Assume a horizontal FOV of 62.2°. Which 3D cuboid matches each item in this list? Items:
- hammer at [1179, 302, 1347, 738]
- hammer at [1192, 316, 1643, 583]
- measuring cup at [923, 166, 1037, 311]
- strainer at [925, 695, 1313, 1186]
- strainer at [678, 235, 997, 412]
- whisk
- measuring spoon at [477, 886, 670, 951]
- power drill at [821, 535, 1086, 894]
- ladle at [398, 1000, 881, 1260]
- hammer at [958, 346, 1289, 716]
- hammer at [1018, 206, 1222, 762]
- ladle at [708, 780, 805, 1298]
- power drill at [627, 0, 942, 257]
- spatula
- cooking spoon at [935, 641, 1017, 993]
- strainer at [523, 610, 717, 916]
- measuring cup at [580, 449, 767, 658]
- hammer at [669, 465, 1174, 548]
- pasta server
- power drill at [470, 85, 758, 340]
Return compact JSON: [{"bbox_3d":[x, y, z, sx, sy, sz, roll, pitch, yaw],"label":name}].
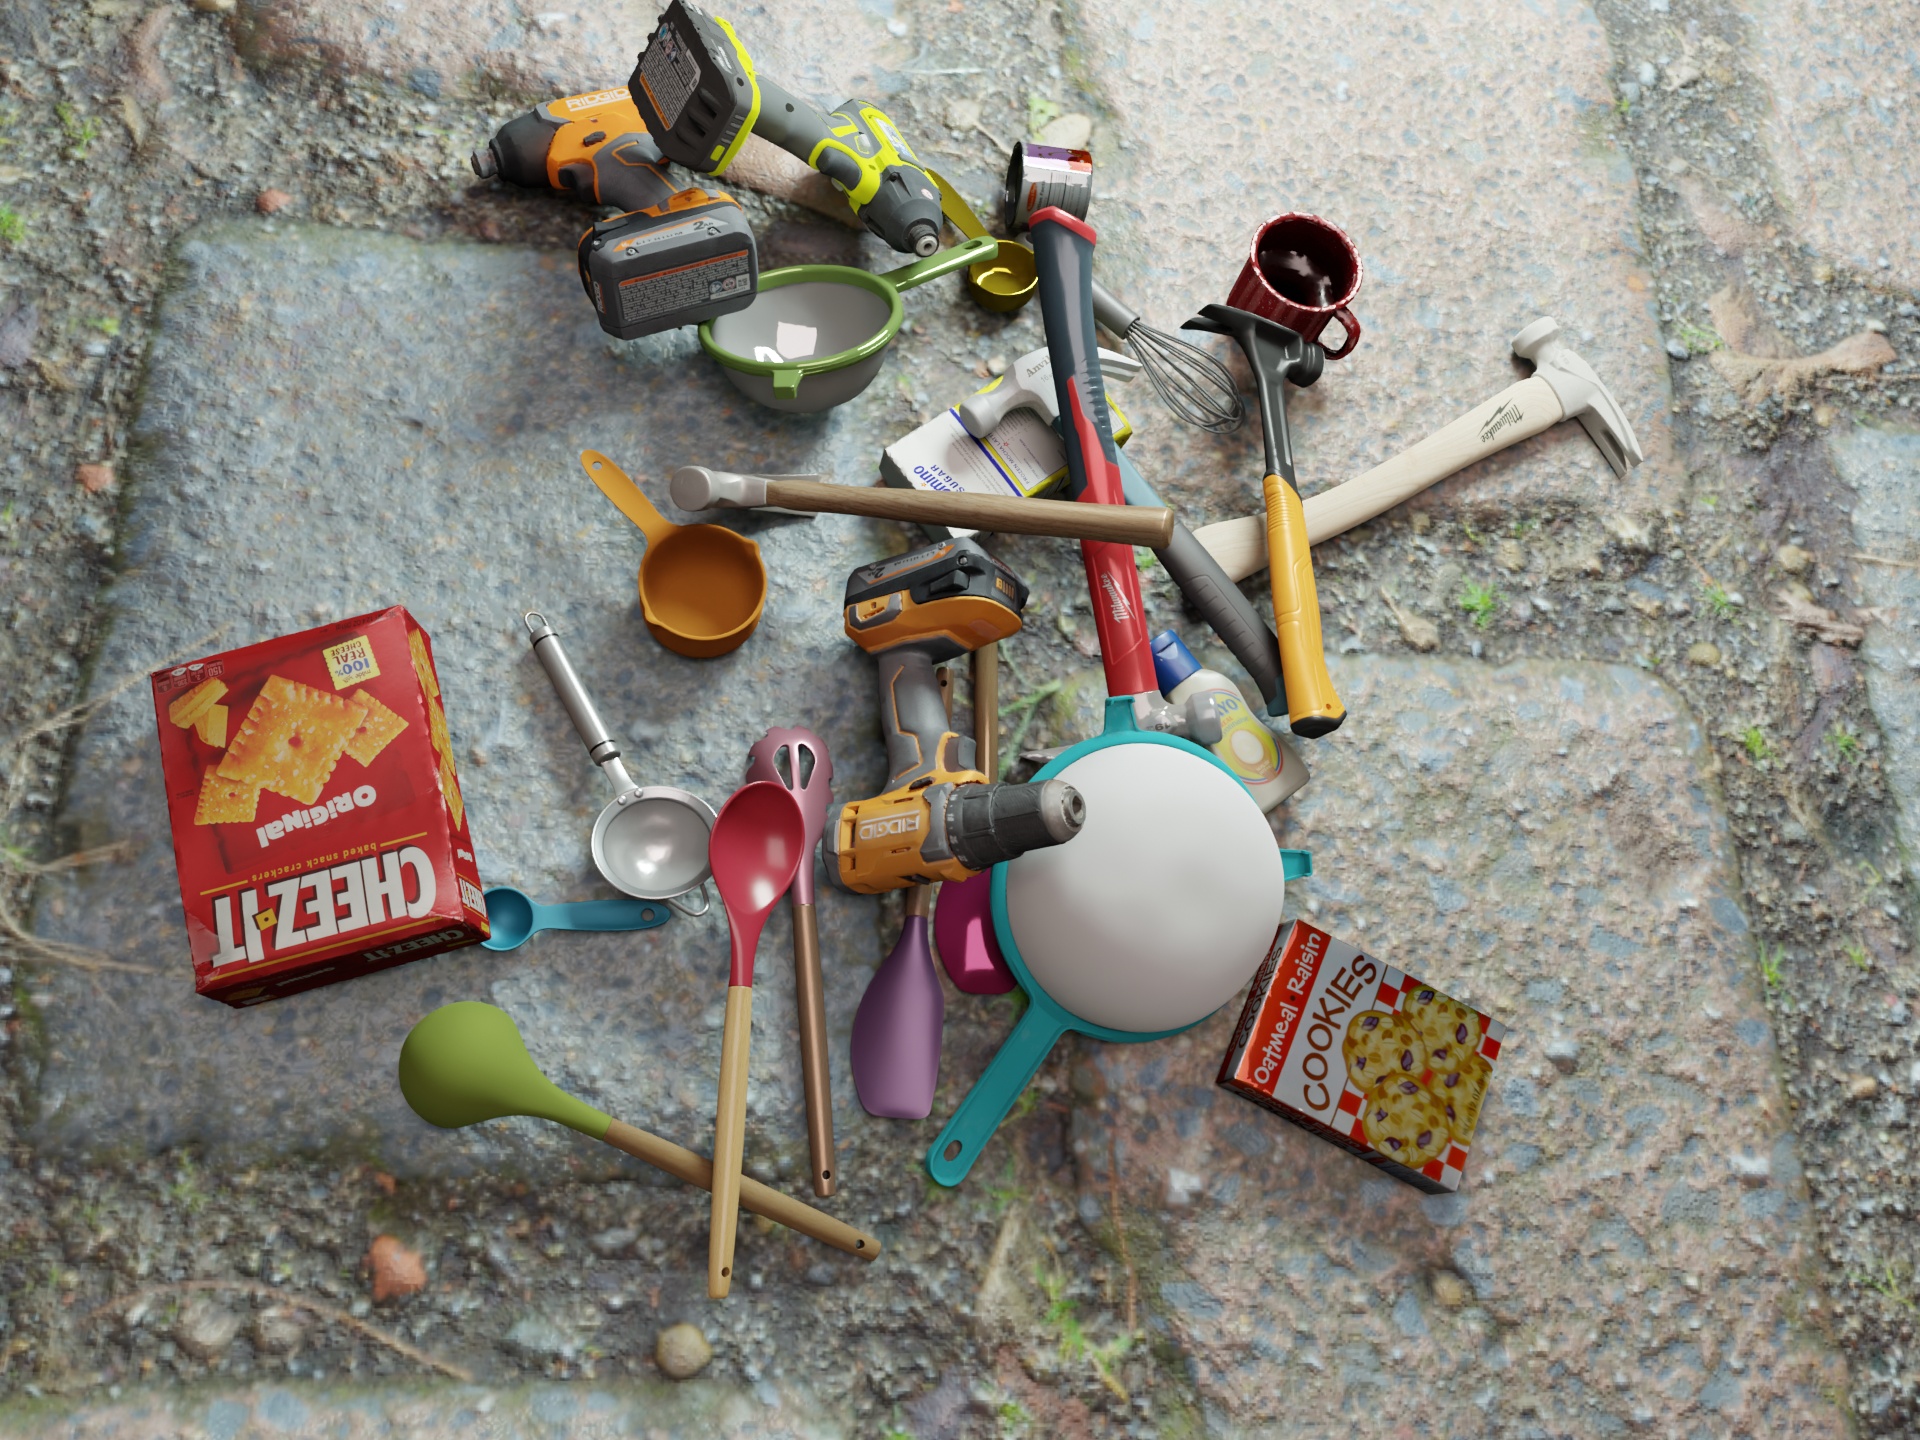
[{"bbox_3d":[0.233,-0.148,1.161,0.127,0.034,0.337,12,64,-32],"label":"hammer"},{"bbox_3d":[0.354,-0.185,1.256,0.410,0.038,0.146,-27,78,-18],"label":"hammer"},{"bbox_3d":[0.007,-0.386,1.275,0.062,0.029,0.157,-27,65,-17],"label":"measuring cup"},{"bbox_3d":[0.095,0.161,1.024,0.211,0.095,0.340,40,76,-13],"label":"strainer"},{"bbox_3d":[-0.073,-0.295,1.196,0.256,0.069,0.152,-30,48,-26],"label":"strainer"},{"bbox_3d":[0.131,-0.309,1.256,0.239,0.055,0.055,42,68,11],"label":"whisk"},{"bbox_3d":[-0.255,0.130,1.037,0.128,0.021,0.042,1,70,-20],"label":"measuring spoon"},{"bbox_3d":[-0.002,-0.003,1.052,0.084,0.185,0.226,29,56,-49],"label":"power drill"},{"bbox_3d":[-0.196,0.265,0.988,0.320,0.062,0.078,27,71,-8],"label":"ladle"},{"bbox_3d":[0.148,-0.135,1.161,0.128,0.033,0.331,-38,88,-14],"label":"hammer"},{"bbox_3d":[0.080,-0.163,1.116,0.143,0.038,0.386,-10,90,6],"label":"hammer"},{"bbox_3d":[-0.138,0.193,0.991,0.069,0.031,0.316,15,68,-34],"label":"ladle"},{"bbox_3d":[-0.116,-0.422,1.162,0.223,0.080,0.171,12,39,-41],"label":"power drill"},{"bbox_3d":[-0.029,0.110,1.083,0.060,0.018,0.316,6,69,4],"label":"spatula"},{"bbox_3d":[0.018,0.033,1.120,0.068,0.017,0.319,3,70,-9],"label":"cooking spoon"},{"bbox_3d":[-0.233,0.029,1.063,0.087,0.050,0.259,-23,70,-26],"label":"strainer"},{"bbox_3d":[-0.208,-0.117,1.116,0.095,0.052,0.174,-39,79,-21],"label":"measuring cup"},{"bbox_3d":[-0.020,-0.145,1.084,0.331,0.130,0.031,7,99,14],"label":"hammer"},{"bbox_3d":[-0.102,0.151,1.052,0.060,0.040,0.316,-3,75,-12],"label":"pasta server"},{"bbox_3d":[-0.256,-0.381,1.167,0.164,0.084,0.227,-20,56,-16],"label":"power drill"}]
